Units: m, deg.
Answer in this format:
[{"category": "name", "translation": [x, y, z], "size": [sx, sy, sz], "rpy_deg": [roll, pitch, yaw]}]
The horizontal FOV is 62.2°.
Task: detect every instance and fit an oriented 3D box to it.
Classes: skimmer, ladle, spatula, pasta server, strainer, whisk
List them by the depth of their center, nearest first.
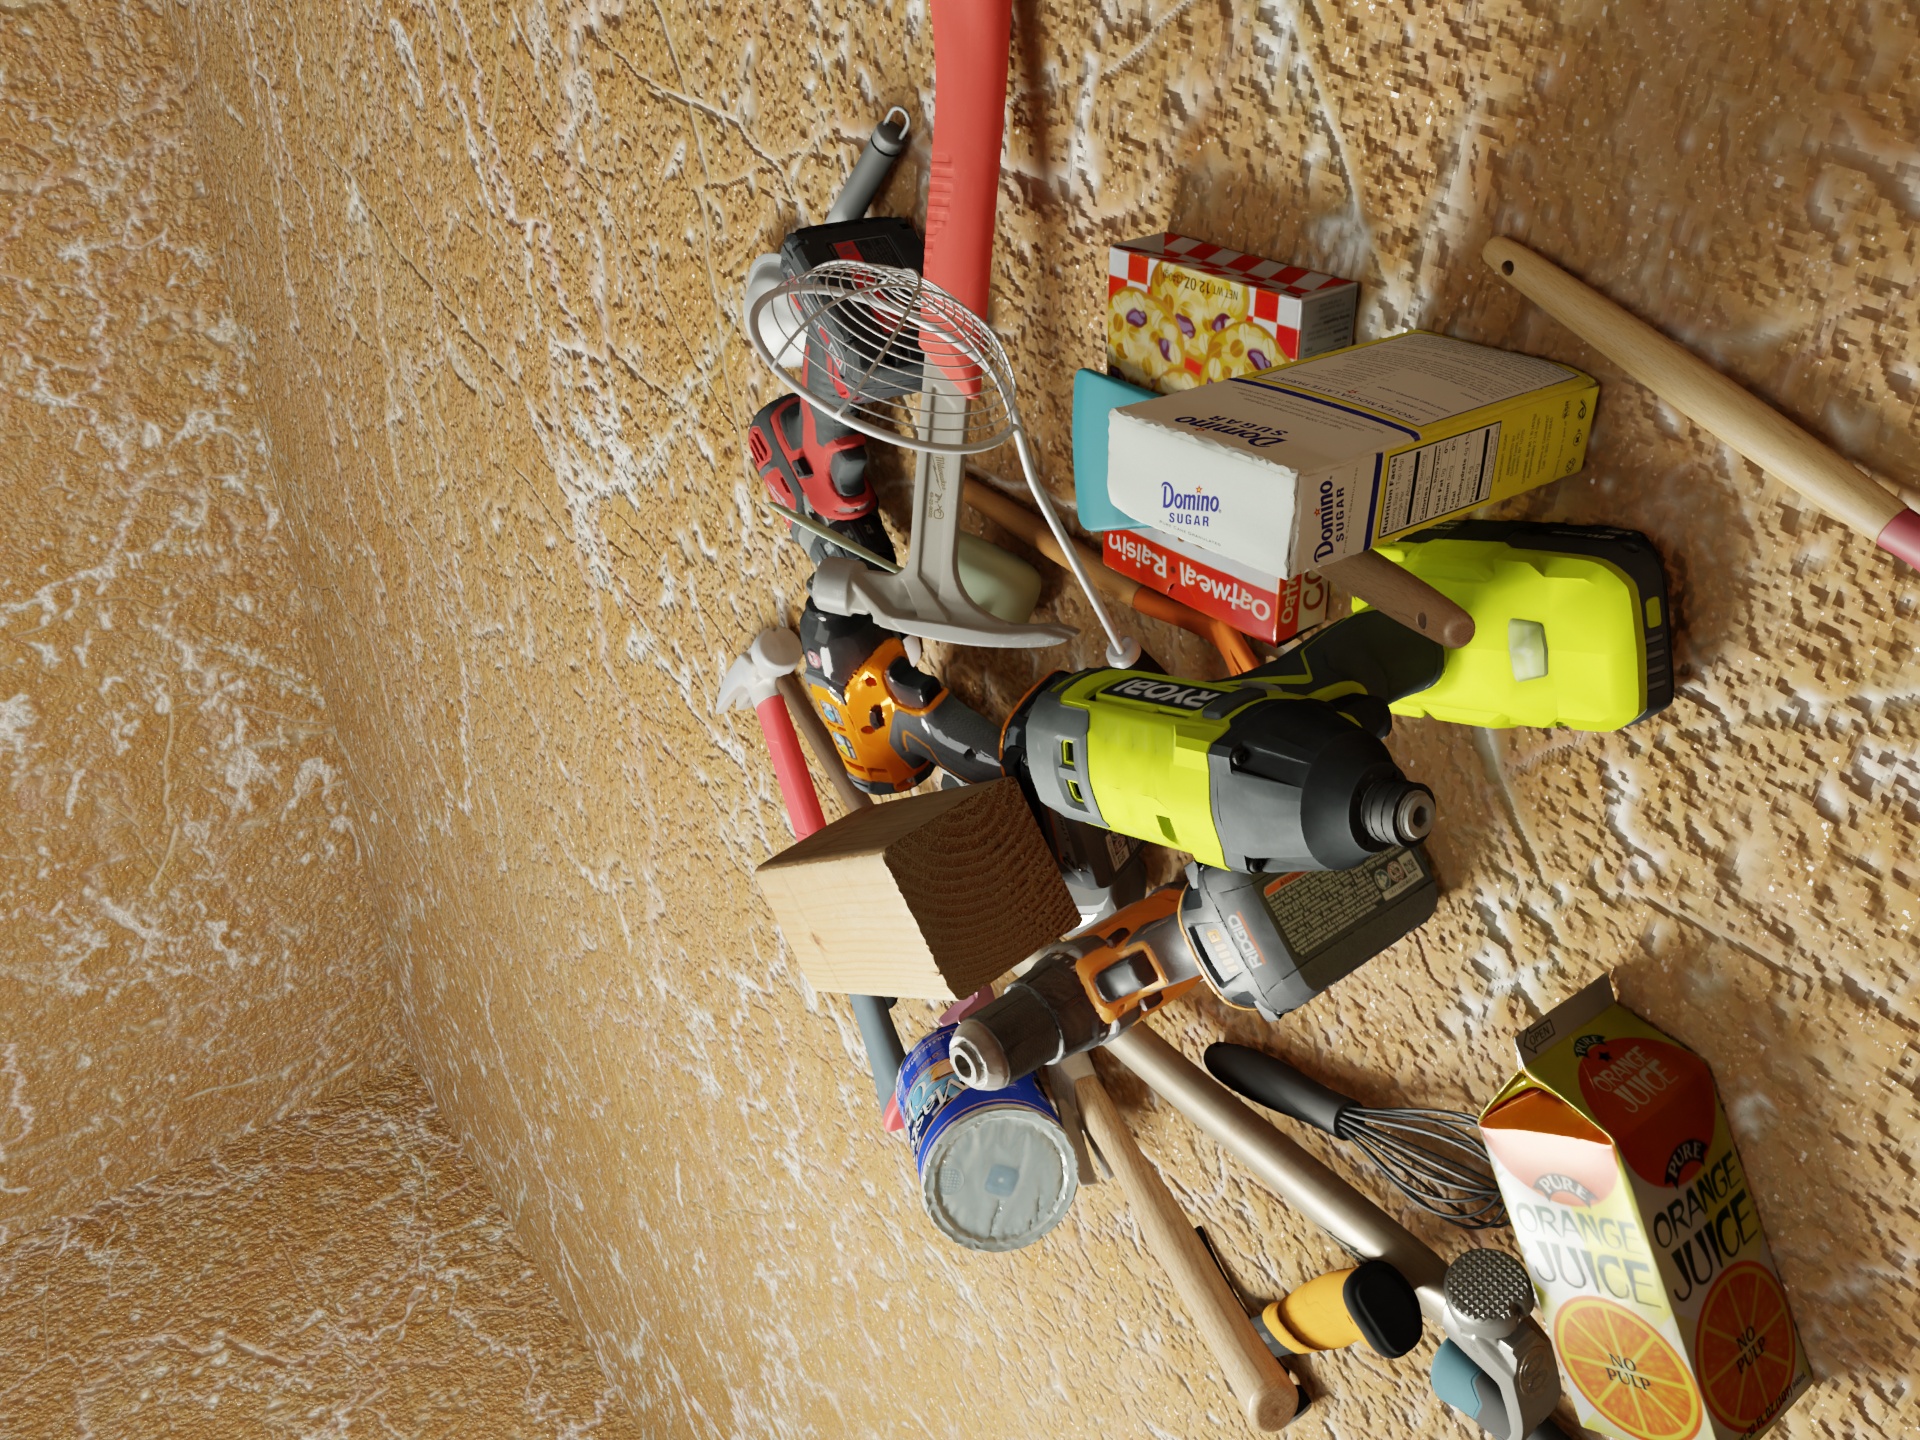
[{"category": "ladle", "translation": [0.295, -0.083, 0.538], "size": [0.316, 0.031, 0.069], "rpy_deg": [49, 145, 31]}, {"category": "spatula", "translation": [0.116, -0.084, 0.661], "size": [0.318, 0.044, 0.082], "rpy_deg": [-124, 29, -64]}, {"category": "skimmer", "translation": [0.029, -0.069, 0.786], "size": [0.362, 0.090, 0.127], "rpy_deg": [57, -158, -32]}, {"category": "whisk", "translation": [0.208, 0.210, 0.846], "size": [0.239, 0.055, 0.055], "rpy_deg": [12, 120, 60]}, {"category": "spatula", "translation": [0.077, -0.072, 0.869], "size": [0.323, 0.041, 0.080], "rpy_deg": [38, 161, 42]}, {"category": "strainer", "translation": [-0.088, -0.290, 0.991], "size": [0.087, 0.050, 0.258], "rpy_deg": [48, 144, 2]}, {"category": "pasta server", "translation": [-0.059, 0.093, 1.125], "size": [0.316, 0.040, 0.060], "rpy_deg": [57, 159, 22]}]

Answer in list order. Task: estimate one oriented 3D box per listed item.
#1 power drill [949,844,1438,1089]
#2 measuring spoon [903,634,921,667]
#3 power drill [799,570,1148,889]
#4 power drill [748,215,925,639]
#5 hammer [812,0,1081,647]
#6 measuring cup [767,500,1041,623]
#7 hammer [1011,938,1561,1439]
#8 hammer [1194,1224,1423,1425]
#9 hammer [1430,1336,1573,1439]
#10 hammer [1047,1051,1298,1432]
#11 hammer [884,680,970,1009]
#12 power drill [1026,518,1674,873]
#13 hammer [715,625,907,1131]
[{"category": "power drill", "translation": [0.107, 0.121, 0.811], "size": [0.084, 0.185, 0.226], "rpy_deg": [62, 146, 6]}, {"category": "measuring spoon", "translation": [-0.041, -0.014, 1.113], "size": [0.034, 0.018, 0.124], "rpy_deg": [32, 135, 45]}, {"category": "power drill", "translation": [-0.001, -0.003, 0.933], "size": [0.227, 0.084, 0.164], "rpy_deg": [22, 146, 37]}, {"category": "power drill", "translation": [-0.062, -0.171, 0.979], "size": [0.188, 0.080, 0.226], "rpy_deg": [62, 153, 22]}, {"category": "hammer", "translation": [0.006, -0.217, 0.822], "size": [0.149, 0.037, 0.359], "rpy_deg": [11, 107, 17]}, {"category": "measuring cup", "translation": [-0.029, -0.103, 0.922], "size": [0.038, 0.167, 0.083], "rpy_deg": [-63, 14, 12]}, {"category": "hammer", "translation": [0.156, 0.233, 0.892], "size": [0.411, 0.038, 0.146], "rpy_deg": [34, 156, 49]}, {"category": "hammer", "translation": [0.181, 0.324, 0.874], "size": [0.127, 0.034, 0.336], "rpy_deg": [56, 165, 19]}, {"category": "hammer", "translation": [0.358, 0.429, 0.757], "size": [0.331, 0.033, 0.128], "rpy_deg": [41, 141, 37]}, {"category": "hammer", "translation": [0.114, 0.290, 0.949], "size": [0.332, 0.031, 0.130], "rpy_deg": [-127, 25, -63]}, {"category": "hammer", "translation": [-0.023, 0.125, 1.159], "size": [0.146, 0.035, 0.334], "rpy_deg": [54, 147, 23]}, {"category": "power drill", "translation": [0.159, -0.008, 0.601], "size": [0.171, 0.223, 0.080], "rpy_deg": [13, 120, 54]}, {"category": "hammer", "translation": [-0.107, 0.128, 1.233], "size": [0.143, 0.038, 0.386], "rpy_deg": [-44, 62, 59]}]
